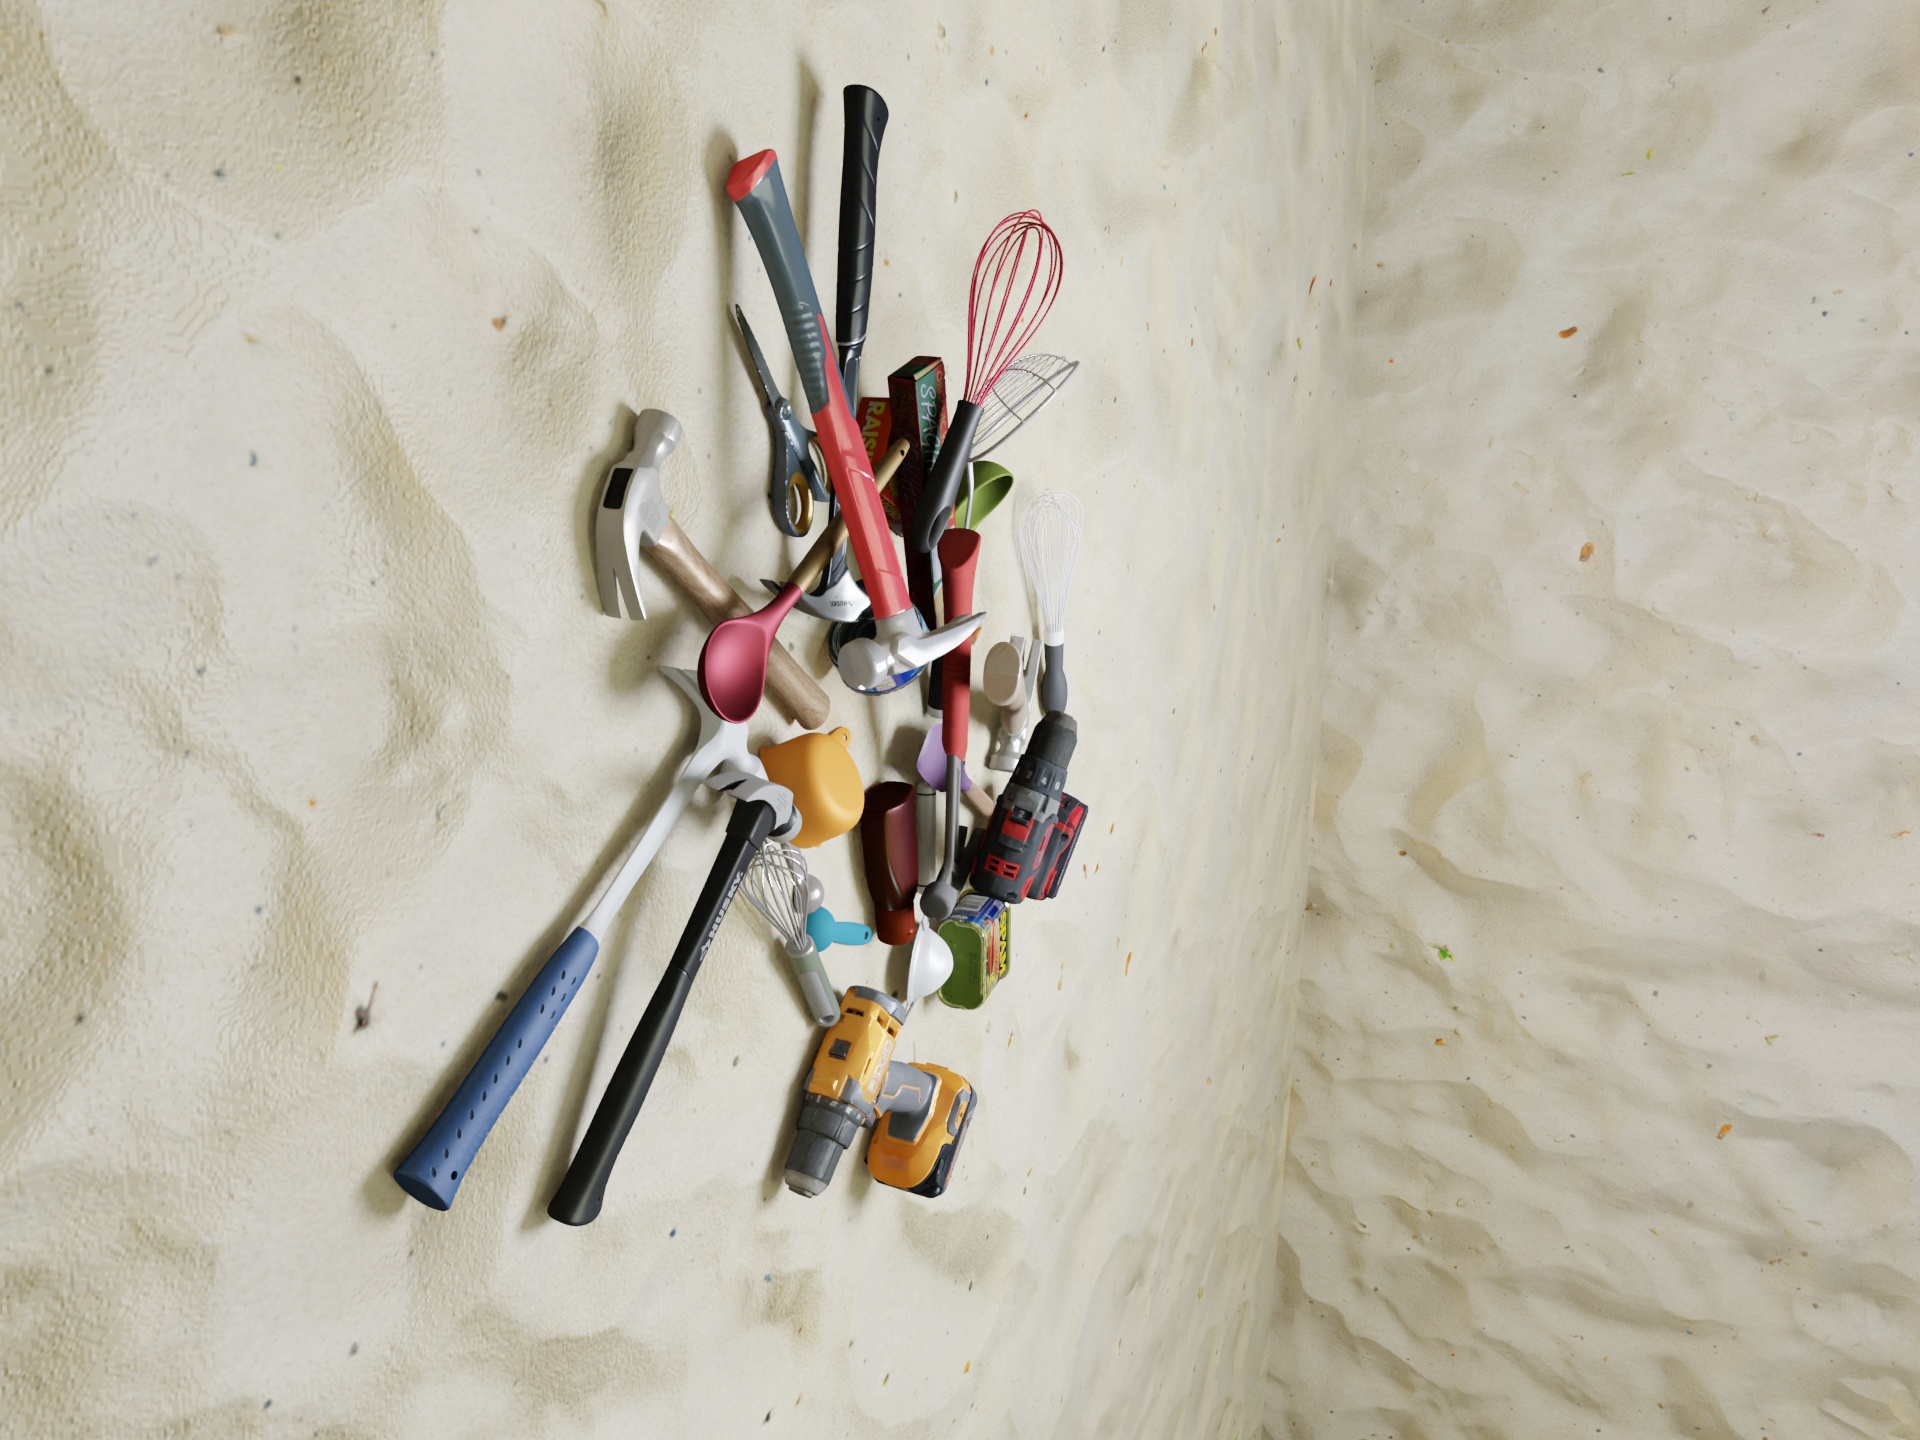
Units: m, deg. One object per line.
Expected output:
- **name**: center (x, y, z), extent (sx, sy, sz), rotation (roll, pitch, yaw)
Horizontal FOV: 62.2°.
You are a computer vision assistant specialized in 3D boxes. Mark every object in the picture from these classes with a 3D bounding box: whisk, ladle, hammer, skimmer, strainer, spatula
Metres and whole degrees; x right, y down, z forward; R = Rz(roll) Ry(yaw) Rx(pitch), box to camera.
- **whisk**: center (-0.135, 0.182, 1.313), extent (0.246, 0.058, 0.059), rotation (77, -2, -46)
- **ladle**: center (0.011, -0.093, 1.543), extent (0.078, 0.062, 0.320), rotation (-22, 120, -50)
- **hammer**: center (0.049, -0.037, 1.505), extent (0.410, 0.038, 0.146), rotation (62, 37, -83)
- **skimmer**: center (0.033, -0.156, 1.442), extent (0.127, 0.090, 0.363), rotation (-68, 169, -61)
- **hammer**: center (-0.172, -0.078, 1.171), extent (0.331, 0.031, 0.130), rotation (55, 47, -57)
- **whisk**: center (0.016, -0.278, 1.310), extent (0.073, 0.073, 0.296), rotation (15, 96, -65)
- **hammer**: center (-0.204, 0.190, 1.116), extent (0.146, 0.035, 0.335), rotation (69, 43, -70)
- **hammer**: center (-0.247, 0.134, 1.063), extent (0.143, 0.035, 0.406), rotation (73, 34, -43)
- **hammer**: center (-0.002, -0.005, 1.426), extent (0.149, 0.037, 0.358), rotation (-64, 159, -58)
- **strainer**: center (-0.032, 0.171, 1.544), extent (0.087, 0.050, 0.258), rotation (-39, 130, -78)
- **hammer**: center (-0.083, -0.226, 1.180), extent (0.143, 0.038, 0.386), rotation (-29, 107, -45)
- **spatula**: center (0.012, 0.070, 1.607), extent (0.060, 0.018, 0.315), rotation (-69, 158, -13)
- **ladle**: center (-0.112, -0.115, 1.186), extent (0.315, 0.031, 0.069), rotation (-58, 135, -36)
- **hammer**: center (-0.090, -0.279, 1.239), extent (0.149, 0.036, 0.409), rotation (-10, 106, -59)
- **whisk**: center (0.103, -0.122, 1.737), extent (0.070, 0.070, 0.284), rotation (-51, 145, -49)

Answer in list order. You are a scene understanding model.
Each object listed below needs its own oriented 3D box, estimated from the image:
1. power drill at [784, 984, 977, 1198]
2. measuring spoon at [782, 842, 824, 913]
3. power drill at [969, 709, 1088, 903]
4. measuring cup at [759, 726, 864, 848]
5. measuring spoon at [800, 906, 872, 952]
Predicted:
- **power drill**: center (-0.077, 0.368, 1.457), extent (0.226, 0.084, 0.185), rotation (56, 49, -50)
- **measuring spoon**: center (-0.133, 0.112, 1.326), extent (0.034, 0.018, 0.124), rotation (-55, 143, -45)
- **power drill**: center (0.075, 0.092, 1.581), extent (0.226, 0.080, 0.188), rotation (46, 65, -79)
- **measuring cup**: center (-0.104, 0.036, 1.303), extent (0.095, 0.052, 0.174), rotation (61, 26, -14)
- **measuring spoon**: center (-0.102, 0.189, 1.412), extent (0.128, 0.021, 0.042), rotation (23, 76, -64)
